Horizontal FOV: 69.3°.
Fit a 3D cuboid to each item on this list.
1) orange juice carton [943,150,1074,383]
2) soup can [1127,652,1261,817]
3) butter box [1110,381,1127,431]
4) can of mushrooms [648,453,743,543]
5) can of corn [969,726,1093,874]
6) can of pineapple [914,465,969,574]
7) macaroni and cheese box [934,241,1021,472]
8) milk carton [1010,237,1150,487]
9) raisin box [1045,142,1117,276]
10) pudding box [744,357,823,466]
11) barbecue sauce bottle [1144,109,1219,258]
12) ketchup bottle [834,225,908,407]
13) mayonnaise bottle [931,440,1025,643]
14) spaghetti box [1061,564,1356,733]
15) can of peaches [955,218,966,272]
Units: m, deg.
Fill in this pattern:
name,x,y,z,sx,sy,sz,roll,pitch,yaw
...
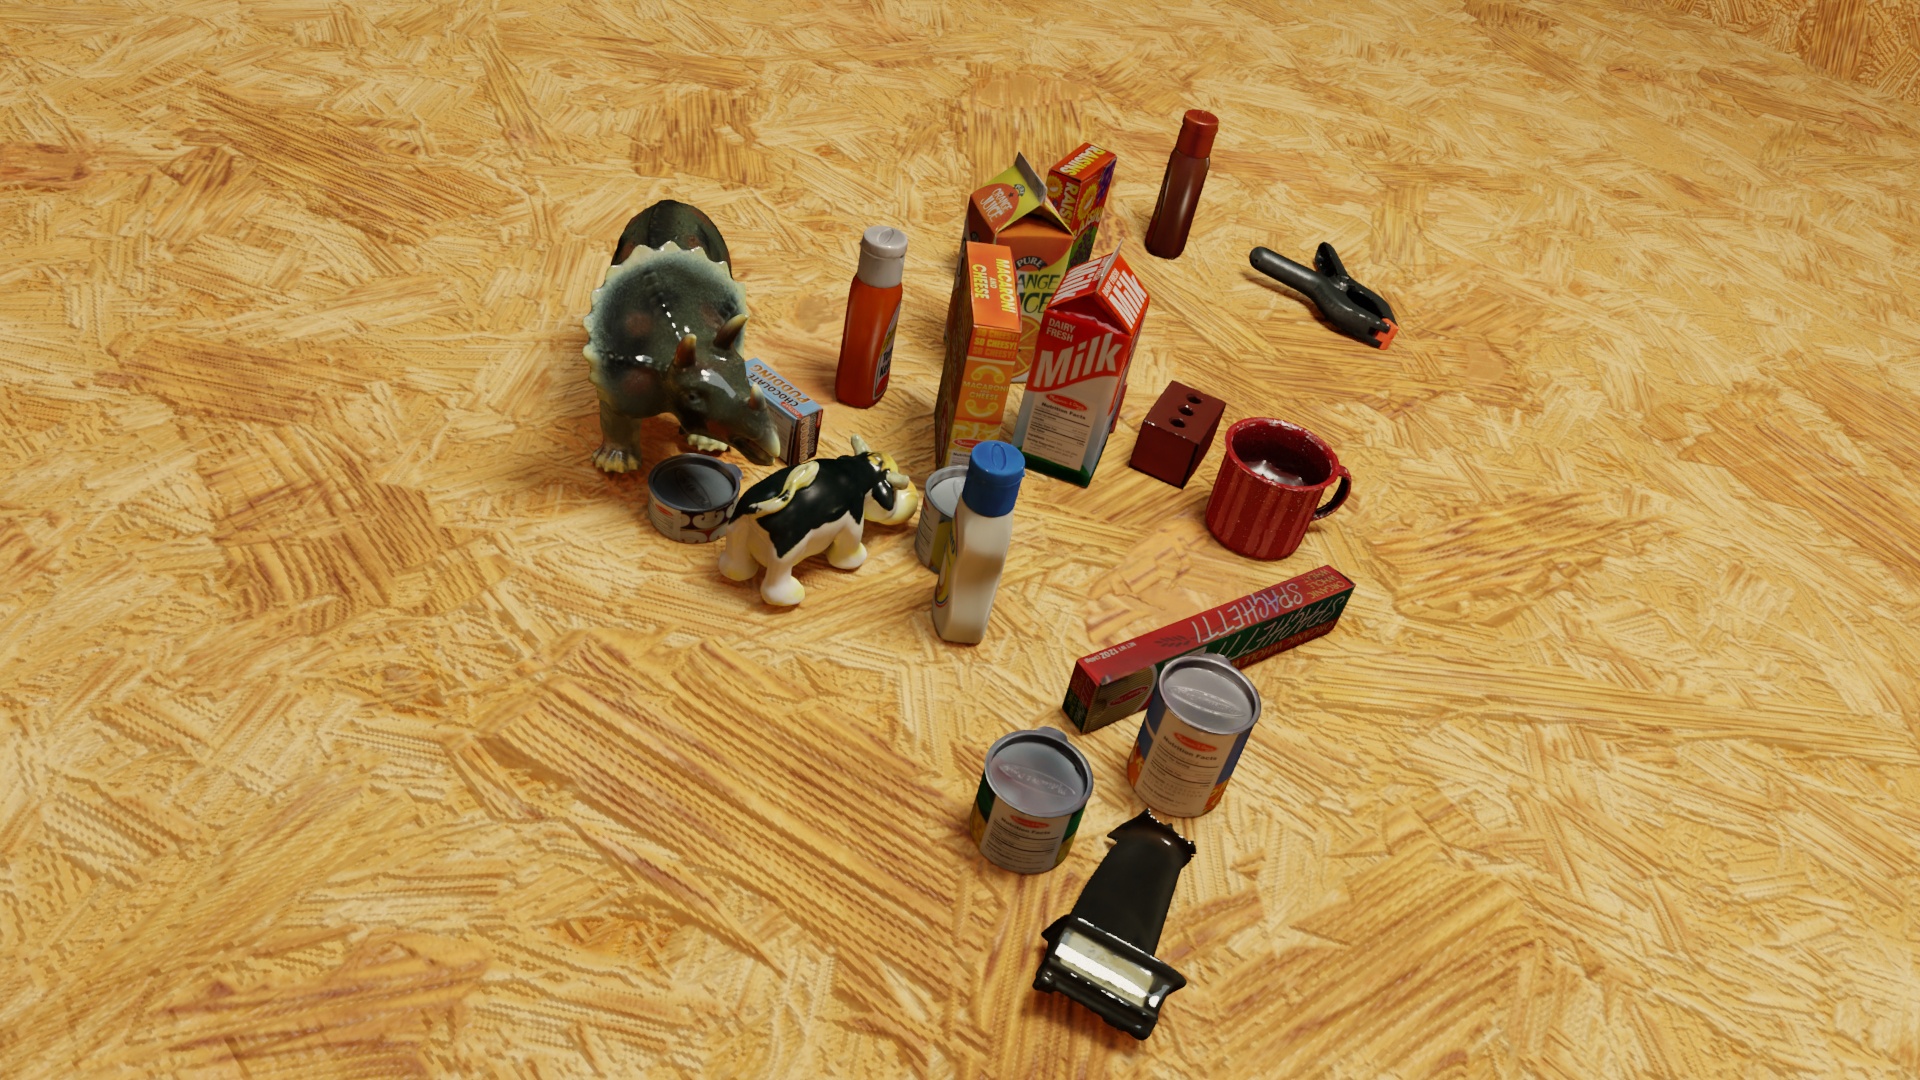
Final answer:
name,x,y,z,sx,sy,sz,roll,pitch,yaw
orange juice carton,0.042,-0.233,1.196,0.073,0.191,0.072,-3,42,-19
soup can,0.149,0.124,0.891,0.071,0.083,0.072,8,40,-6
butter box,0.110,-0.145,1.220,0.024,0.052,0.104,-7,44,-22
can of mushrooms,-0.194,-0.031,1.020,0.071,0.033,0.071,8,40,-6
can of corn,0.043,0.157,0.843,0.071,0.058,0.071,8,40,-6
can of pineapple,0.004,-0.013,1.032,0.071,0.057,0.071,8,40,-6
macaroni and cheese box,0.012,-0.130,1.088,0.040,0.165,0.124,6,40,-8
milk carton,0.098,-0.144,1.109,0.073,0.189,0.073,19,40,7
raisin box,0.108,-0.318,1.367,0.040,0.122,0.086,27,42,16
pudding box,-0.149,-0.103,1.103,0.084,0.049,0.030,37,45,26
barbecue sauce bottle,0.231,-0.371,1.444,0.044,0.147,0.065,16,40,4
ketchup bottle,-0.073,-0.186,1.144,0.043,0.148,0.065,16,40,3
mayonnaise bottle,0.012,0.000,0.949,0.041,0.147,0.065,5,40,-9
spaghetti box,0.180,0.073,0.985,0.251,0.049,0.029,-17,48,-31
can of peaches,0.034,-0.278,1.352,0.071,0.057,0.071,8,40,-6
